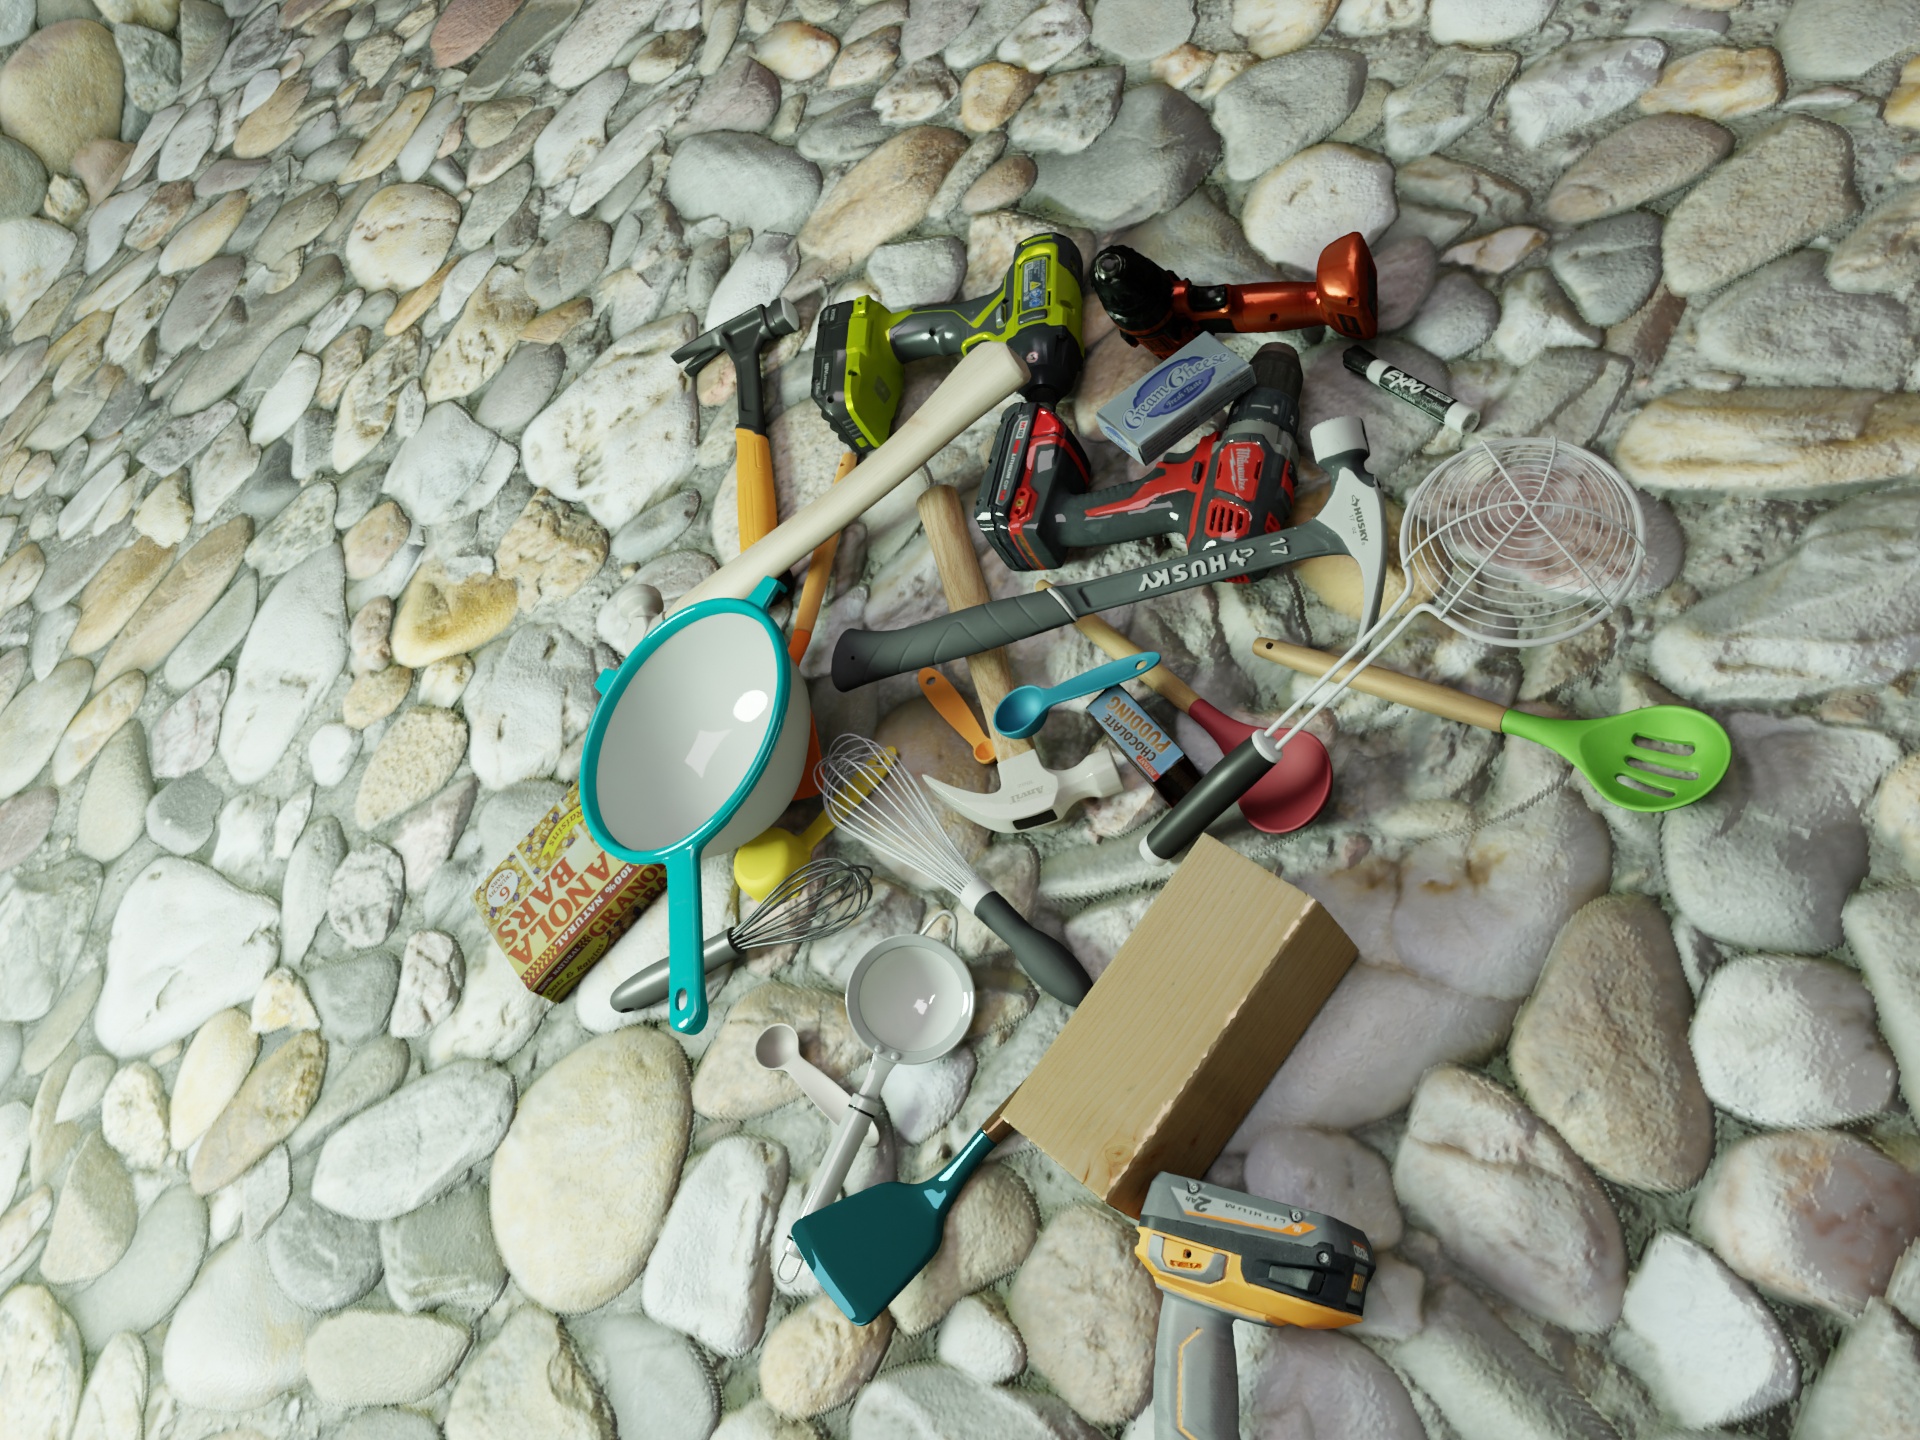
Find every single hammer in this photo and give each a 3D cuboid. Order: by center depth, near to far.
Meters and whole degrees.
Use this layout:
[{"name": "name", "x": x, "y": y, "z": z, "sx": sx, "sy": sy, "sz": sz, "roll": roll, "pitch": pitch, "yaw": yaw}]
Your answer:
[{"name": "hammer", "x": 0.091, "y": -0.080, "z": 1.094, "sx": 0.409, "sy": 0.036, "sz": 0.149, "roll": -14, "pitch": 84, "yaw": 23}, {"name": "hammer", "x": 0.014, "y": -0.056, "z": 1.183, "sx": 0.130, "sy": 0.031, "sz": 0.332, "roll": -21, "pitch": 51, "yaw": 6}, {"name": "hammer", "x": -0.110, "y": -0.150, "z": 1.257, "sx": 0.410, "sy": 0.038, "sz": 0.146, "roll": -35, "pitch": 55, "yaw": 20}, {"name": "hammer", "x": -0.192, "y": -0.235, "z": 1.417, "sx": 0.127, "sy": 0.034, "sz": 0.337, "roll": -22, "pitch": 54, "yaw": 18}]

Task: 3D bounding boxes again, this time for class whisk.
[{"name": "whisk", "x": -0.007, "y": 0.101, "z": 1.093, "sx": 0.070, "sy": 0.070, "sz": 0.285, "roll": -48, "pitch": 56, "yaw": -2}, {"name": "whisk", "x": -0.163, "y": 0.161, "z": 1.163, "sx": 0.239, "sy": 0.055, "sz": 0.055, "roll": -28, "pitch": 52, "yaw": 20}]

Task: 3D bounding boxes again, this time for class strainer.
[{"name": "strainer", "x": -0.061, "y": 0.245, "z": 1.046, "sx": 0.087, "sy": 0.050, "sz": 0.258, "roll": 24, "pitch": 76, "yaw": 6}, {"name": "strainer", "x": -0.174, "y": 0.074, "z": 1.159, "sx": 0.211, "sy": 0.095, "sz": 0.341, "roll": -26, "pitch": 54, "yaw": 27}]

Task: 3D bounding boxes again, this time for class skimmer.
[{"name": "skimmer", "x": 0.241, "y": -0.022, "z": 0.955, "sx": 0.363, "sy": 0.090, "sz": 0.127, "roll": -50, "pitch": 58, "yaw": 38}]

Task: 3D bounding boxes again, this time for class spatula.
[{"name": "spatula", "x": 0.033, "y": 0.241, "z": 0.996, "sx": 0.317, "sy": 0.044, "sz": 0.082, "roll": -45, "pitch": 54, "yaw": -1}, {"name": "spatula", "x": -0.119, "y": -0.085, "z": 1.294, "sx": 0.081, "sy": 0.041, "sz": 0.323, "roll": -7, "pitch": 56, "yaw": 30}]

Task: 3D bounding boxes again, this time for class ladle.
[{"name": "ladle", "x": 0.144, "y": -0.021, "z": 1.095, "sx": 0.069, "sy": 0.031, "sz": 0.316, "roll": -53, "pitch": 47, "yaw": 8}]

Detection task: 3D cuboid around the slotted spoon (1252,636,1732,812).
[{"name": "slotted spoon", "x": 0.316, "y": -0.009, "z": 0.986, "sx": 0.314, "sy": 0.031, "sz": 0.070, "roll": 21, "pitch": 75, "yaw": 39}]

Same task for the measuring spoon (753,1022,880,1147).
[{"name": "measuring spoon", "x": -0.095, "y": 0.253, "z": 1.088, "sx": 0.124, "sy": 0.018, "sz": 0.034, "roll": 36, "pitch": 77, "yaw": 33}]

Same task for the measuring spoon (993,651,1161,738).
[{"name": "measuring spoon", "x": 0.082, "y": -0.016, "z": 1.078, "sx": 0.128, "sy": 0.021, "sz": 0.042, "roll": -21, "pitch": 42, "yaw": 25}]

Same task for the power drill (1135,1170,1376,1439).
[{"name": "power drill", "x": 0.155, "y": 0.369, "z": 0.827, "sx": 0.185, "sy": 0.084, "sz": 0.226, "roll": 6, "pitch": 71, "yaw": 33}]

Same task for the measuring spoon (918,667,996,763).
[{"name": "measuring spoon", "x": -0.002, "y": -0.004, "z": 1.185, "sx": 0.021, "sy": 0.011, "sz": 0.117, "roll": -35, "pitch": 47, "yaw": -4}]

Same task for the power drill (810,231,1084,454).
[{"name": "power drill", "x": -0.007, "y": -0.304, "z": 1.322, "sx": 0.223, "sy": 0.080, "sz": 0.171, "roll": -10, "pitch": 58, "yaw": 22}]

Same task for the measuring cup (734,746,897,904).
[{"name": "measuring cup", "x": -0.109, "y": 0.072, "z": 1.188, "sx": 0.156, "sy": 0.029, "sz": 0.062, "roll": -46, "pitch": 50, "yaw": 2}]

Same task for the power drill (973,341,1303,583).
[{"name": "power drill", "x": 0.140, "y": -0.191, "z": 1.168, "sx": 0.227, "sy": 0.080, "sz": 0.188, "roll": 3, "pitch": 65, "yaw": 29}]
